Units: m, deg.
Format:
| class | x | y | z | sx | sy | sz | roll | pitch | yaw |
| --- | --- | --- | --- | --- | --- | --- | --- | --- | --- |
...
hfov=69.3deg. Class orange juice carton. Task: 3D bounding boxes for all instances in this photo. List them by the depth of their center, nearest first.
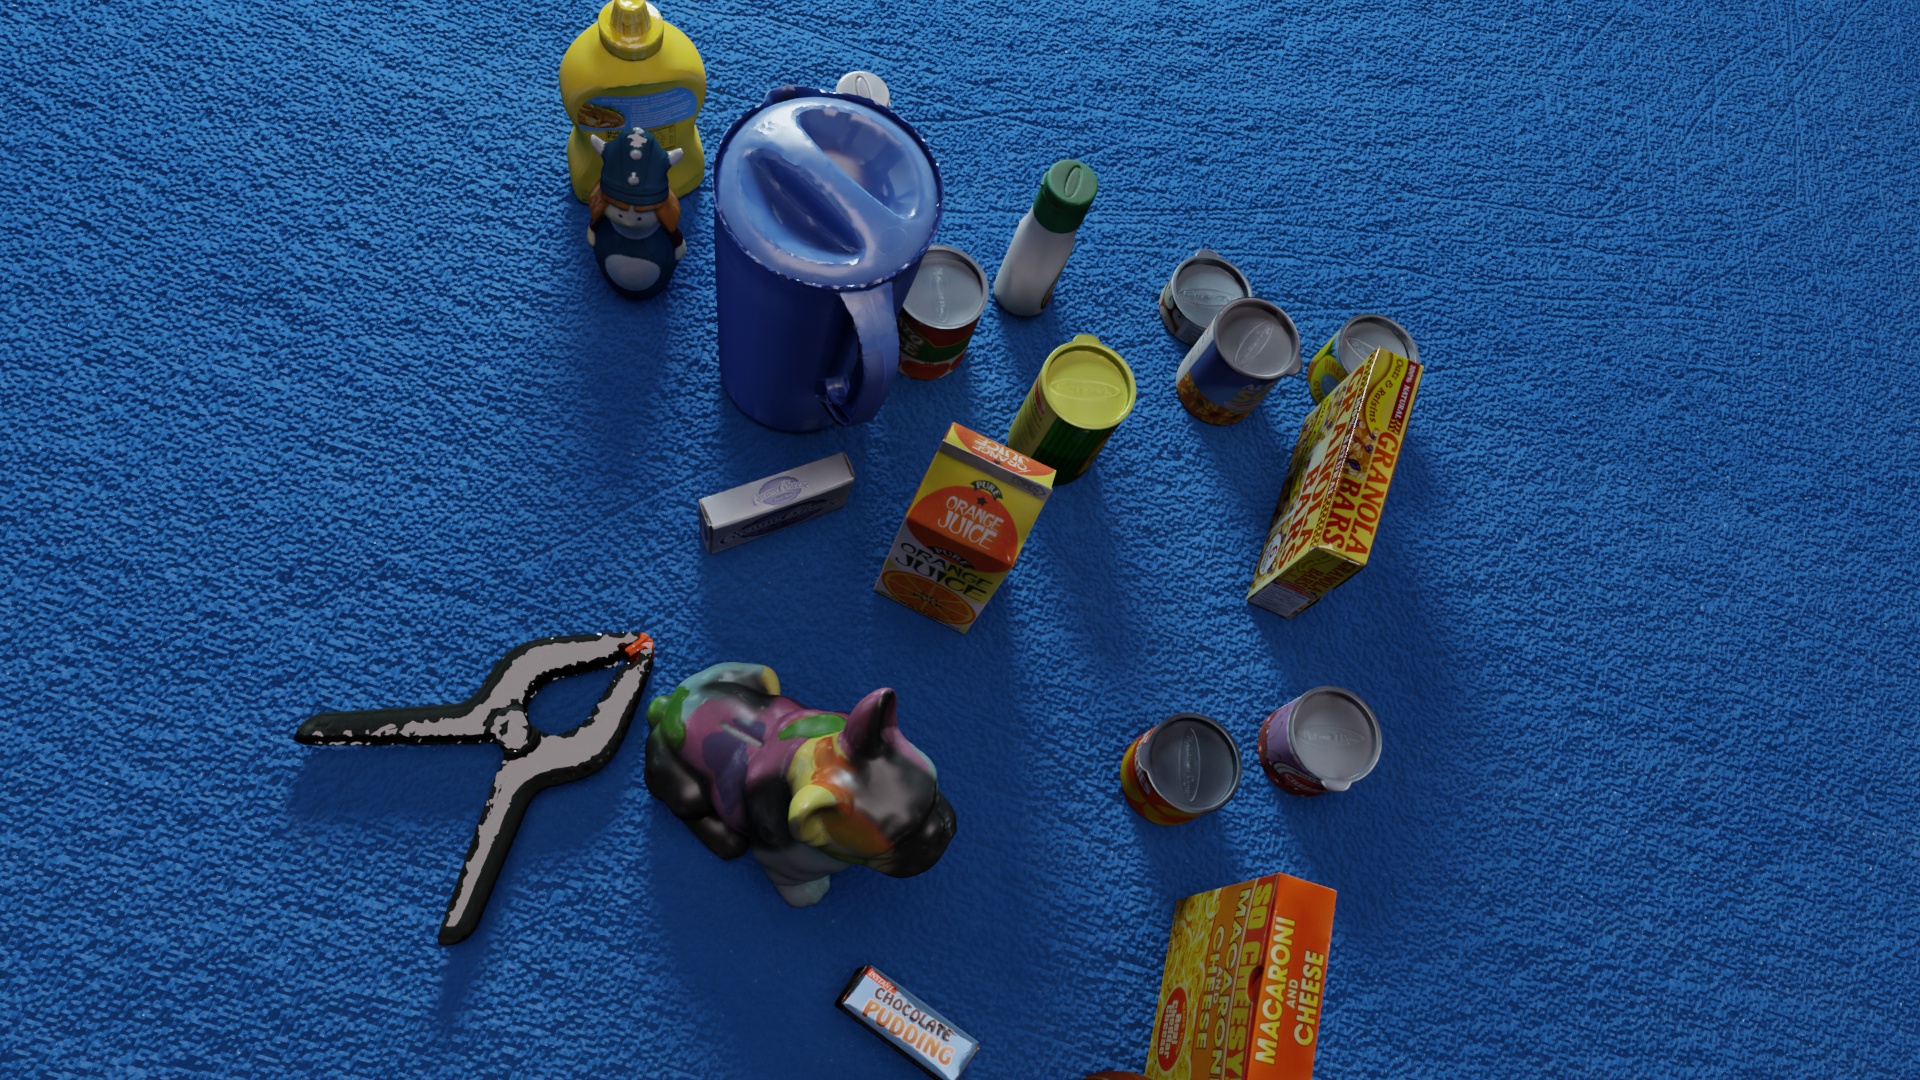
| class | x | y | z | sx | sy | sz | roll | pitch | yaw |
| --- | --- | --- | --- | --- | --- | --- | --- | --- | --- |
| orange juice carton | 0.003 | -0.011 | 0.882 | 0.072 | 0.192 | 0.073 | 26 | 67 | -2 |

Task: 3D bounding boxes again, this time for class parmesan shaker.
| class | x | y | z | sx | sy | sz | roll | pitch | yaw |
| --- | --- | --- | --- | --- | --- | --- | --- | --- | --- |
| parmesan shaker | 0.076 | -0.090 | 0.975 | 0.071 | 0.102 | 0.071 | 4 | 69 | -10 |

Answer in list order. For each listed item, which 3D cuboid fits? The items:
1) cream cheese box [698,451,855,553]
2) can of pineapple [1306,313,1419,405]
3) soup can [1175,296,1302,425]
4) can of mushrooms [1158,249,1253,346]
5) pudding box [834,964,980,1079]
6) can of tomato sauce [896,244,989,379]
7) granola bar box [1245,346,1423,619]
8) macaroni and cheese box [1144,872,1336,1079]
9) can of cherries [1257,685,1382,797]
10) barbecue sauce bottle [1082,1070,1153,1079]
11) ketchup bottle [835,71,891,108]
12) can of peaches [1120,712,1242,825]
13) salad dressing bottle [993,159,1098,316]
| class | x | y | z | sx | sy | sz | roll | pitch | yaw |
| --- | --- | --- | --- | --- | --- | --- | --- | --- | --- |
| cream cheese box | -0.124 | -0.025 | 0.935 | 0.104 | 0.053 | 0.024 | -20 | 75 | -18 |
| can of pineapple | 0.306 | -0.131 | 1.063 | 0.071 | 0.057 | 0.071 | 4 | 69 | -10 |
| soup can | 0.206 | -0.129 | 1.027 | 0.071 | 0.083 | 0.071 | 4 | 69 | -10 |
| can of mushrooms | 0.189 | -0.186 | 1.073 | 0.071 | 0.033 | 0.071 | 4 | 69 | -10 |
| pudding box | -0.033 | 0.292 | 0.838 | 0.084 | 0.049 | 0.030 | 36 | 67 | 3 |
| can of tomato sauce | -0.022 | -0.161 | 0.992 | 0.071 | 0.082 | 0.071 | 4 | 69 | -10 |
| granola bar box | 0.265 | -0.038 | 0.984 | 0.039 | 0.123 | 0.166 | 24 | 67 | -2 |
| macaroni and cheese box | 0.161 | 0.270 | 0.823 | 0.040 | 0.165 | 0.124 | 17 | 68 | -5 |
| can of cherries | 0.243 | 0.141 | 0.948 | 0.071 | 0.058 | 0.072 | 4 | 69 | -10 |
| barbecue sauce bottle | 0.104 | 0.339 | 0.795 | 0.044 | 0.148 | 0.065 | 1 | 70 | -11 |
| ketchup bottle | -0.078 | -0.272 | 0.986 | 0.043 | 0.148 | 0.065 | -8 | 72 | -14 |
| can of peaches | 0.143 | 0.152 | 0.923 | 0.071 | 0.058 | 0.071 | 4 | 69 | -10 |
| salad dressing bottle | 0.061 | -0.215 | 0.995 | 0.044 | 0.147 | 0.064 | 20 | 67 | -4 |
